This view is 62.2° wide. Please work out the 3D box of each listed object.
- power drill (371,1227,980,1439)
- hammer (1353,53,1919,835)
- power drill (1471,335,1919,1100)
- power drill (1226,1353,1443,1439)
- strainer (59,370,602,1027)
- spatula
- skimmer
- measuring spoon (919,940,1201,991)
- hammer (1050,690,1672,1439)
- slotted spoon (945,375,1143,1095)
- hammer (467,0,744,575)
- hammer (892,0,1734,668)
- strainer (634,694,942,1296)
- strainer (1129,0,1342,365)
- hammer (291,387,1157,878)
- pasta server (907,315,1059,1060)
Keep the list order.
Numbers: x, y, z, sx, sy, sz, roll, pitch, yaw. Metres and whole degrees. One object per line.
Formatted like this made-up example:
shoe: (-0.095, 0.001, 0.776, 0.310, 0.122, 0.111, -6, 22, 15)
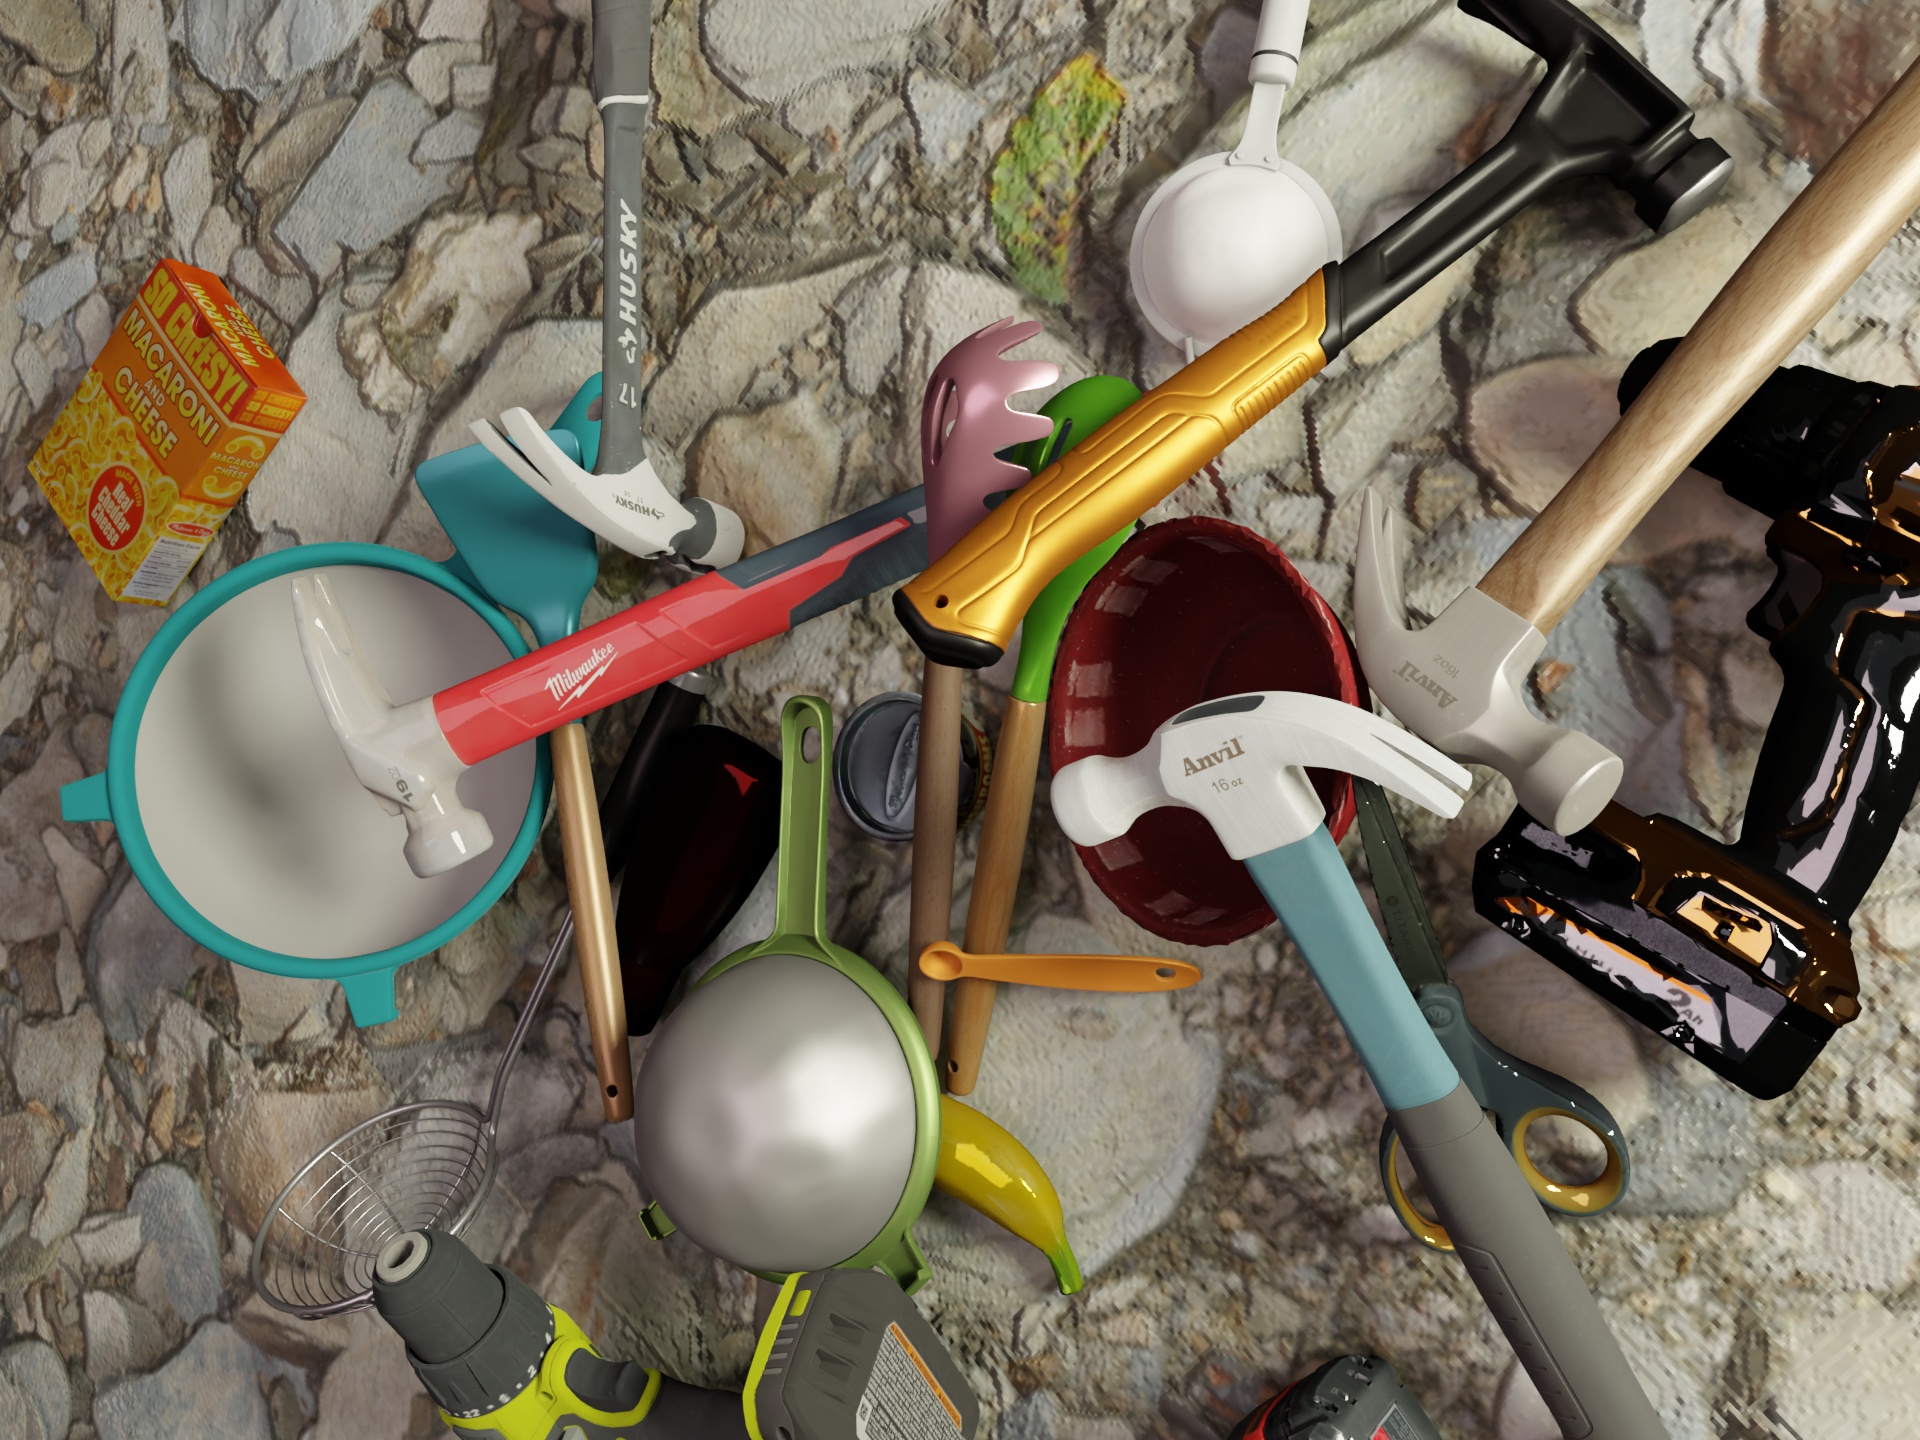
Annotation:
power drill: (-0.125, 0.283, 0.672, 0.228, 0.080, 0.190, -8, 126, 26)
hammer: (0.255, -0.126, 0.524, 0.331, 0.031, 0.130, -51, 51, 6)
power drill: (0.265, -0.012, 0.538, 0.185, 0.084, 0.226, 37, 99, 32)
power drill: (0.105, 0.368, 0.600, 0.226, 0.080, 0.188, -41, 70, 22)
strainer: (-0.267, -0.029, 0.812, 0.211, 0.095, 0.340, 34, 81, 3)
spatula: (-0.185, 0.028, 0.737, 0.082, 0.044, 0.317, -11, 83, 8)
skimmer: (-0.233, 0.126, 0.778, 0.127, 0.090, 0.363, 38, 104, 54)
measuring spoon: (0.041, 0.101, 0.660, 0.117, 0.011, 0.021, 3, 130, 2)
hammer: (0.162, 0.137, 0.541, 0.128, 0.033, 0.331, -26, 98, 34)
slotted spoon: (0.025, 0.016, 0.653, 0.070, 0.031, 0.313, 25, 113, 41)
hammer: (-0.166, -0.280, 0.759, 0.036, 0.149, 0.409, -11, 75, 29)
hammer: (0.110, -0.139, 0.578, 0.337, 0.034, 0.127, -38, 76, -3)
strainer: (-0.085, 0.115, 0.674, 0.151, 0.069, 0.256, 1, 87, 30)
strainer: (0.124, -0.257, 0.647, 0.087, 0.050, 0.258, 11, 89, 12)
hammer: (-0.094, -0.066, 0.681, 0.386, 0.038, 0.143, -23, 99, 8)
pasta server: (-0.001, -0.002, 0.647, 0.060, 0.040, 0.316, 36, 127, 57)
